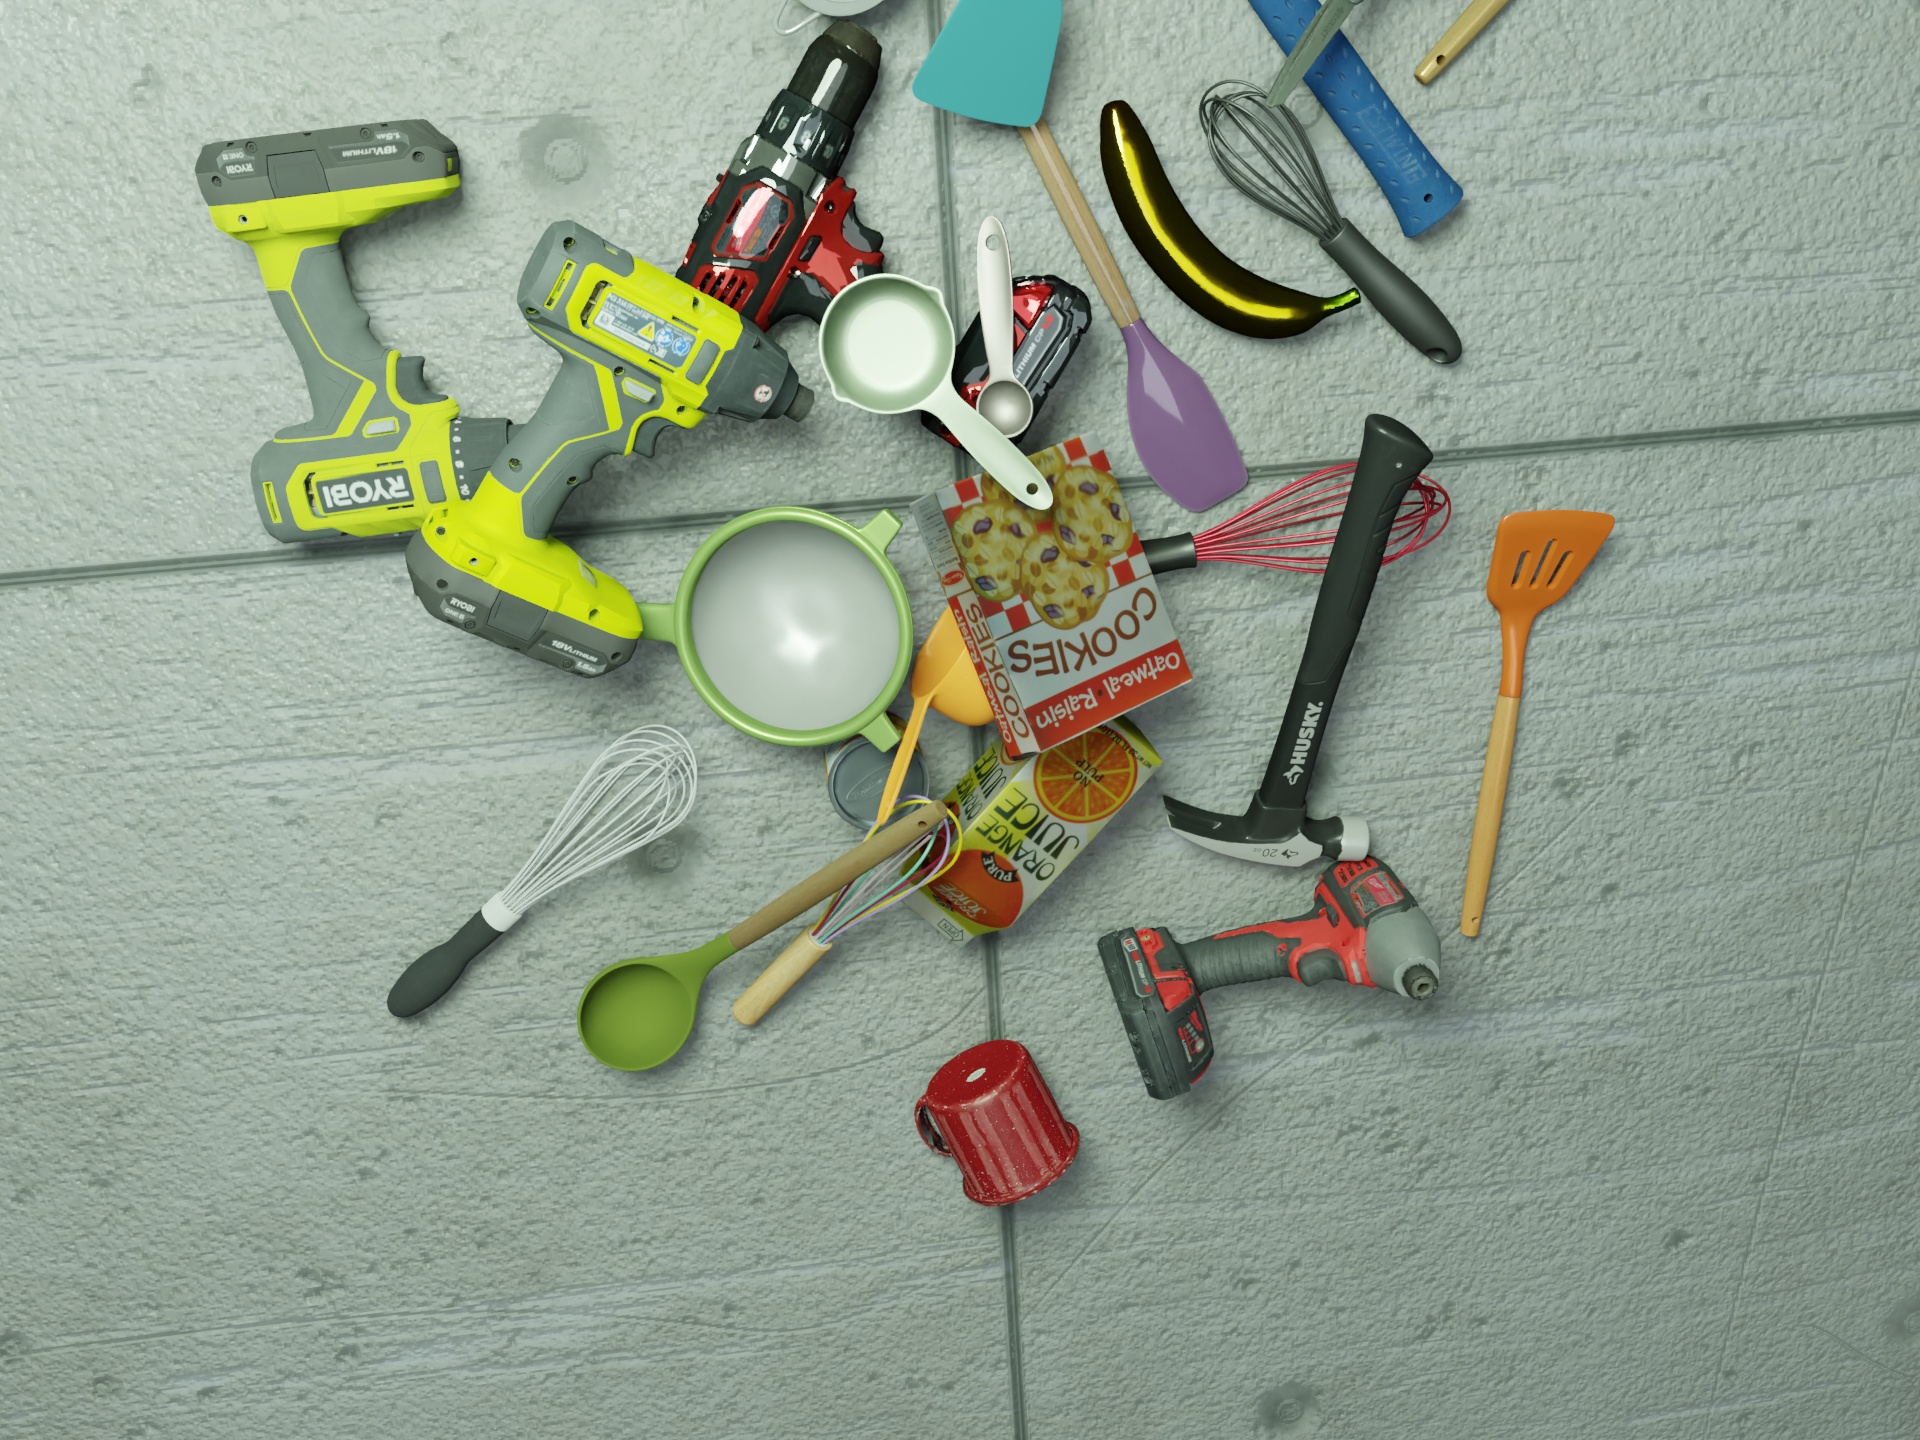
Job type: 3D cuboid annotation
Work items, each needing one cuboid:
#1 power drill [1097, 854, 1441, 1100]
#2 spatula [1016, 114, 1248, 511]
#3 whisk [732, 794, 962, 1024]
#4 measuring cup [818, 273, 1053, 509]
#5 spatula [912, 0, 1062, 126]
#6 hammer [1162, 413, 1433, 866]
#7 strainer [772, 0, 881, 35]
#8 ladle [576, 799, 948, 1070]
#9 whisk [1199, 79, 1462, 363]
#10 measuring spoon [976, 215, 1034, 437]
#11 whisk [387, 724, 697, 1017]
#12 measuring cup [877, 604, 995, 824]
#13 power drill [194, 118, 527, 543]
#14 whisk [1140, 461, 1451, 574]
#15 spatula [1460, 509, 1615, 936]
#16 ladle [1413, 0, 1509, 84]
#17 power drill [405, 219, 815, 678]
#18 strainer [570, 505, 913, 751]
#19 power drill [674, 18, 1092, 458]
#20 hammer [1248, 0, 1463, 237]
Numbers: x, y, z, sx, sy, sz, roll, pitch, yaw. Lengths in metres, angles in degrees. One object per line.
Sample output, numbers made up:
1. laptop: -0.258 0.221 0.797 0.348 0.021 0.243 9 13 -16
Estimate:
1. power drill: 0.215 0.172 1.087 0.219 0.143 0.078 -19 113 2
2. spatula: 0.092 -0.268 0.985 0.060 0.018 0.315 -28 111 5
3. whisk: -0.079 0.134 1.050 0.047 0.051 0.245 23 127 -30
4. measuring cup: -0.009 -0.183 0.907 0.167 0.038 0.083 43 101 -13
5. spatula: 0.040 -0.492 0.857 0.082 0.044 0.317 3 103 -27
6. hammer: 0.229 -0.041 1.022 0.146 0.035 0.334 3 126 -7
7. strainer: -0.024 -0.486 0.861 0.087 0.050 0.258 41 115 12
8. ladle: -0.129 0.137 1.018 0.320 0.062 0.078 -34 110 29
9. whisk: 0.233 -0.302 0.979 0.238 0.055 0.055 38 100 -22
10. measuring spoon: 0.024 -0.225 0.911 0.034 0.018 0.124 -1 100 21
11. whisk: -0.280 0.105 1.046 0.284 0.070 0.070 -41 109 12
12. measuring cup: -0.002 -0.003 1.000 0.052 0.095 0.174 28 68 -19
13. power drill: -0.324 -0.221 0.915 0.190 0.080 0.228 -9 112 -5
14. whisk: 0.169 -0.115 1.028 0.296 0.073 0.073 -11 110 2
15. spatula: 0.382 0.008 1.107 0.081 0.041 0.322 0 110 -8
16. ladle: 0.384 -0.505 0.941 0.069 0.031 0.315 39 101 -18
17. power drill: -0.199 -0.144 0.901 0.171 0.080 0.223 24 108 -30
18. strainer: -0.150 -0.067 1.006 0.256 0.069 0.151 4 107 10
19. power drill: -0.035 -0.276 0.937 0.226 0.080 0.188 28 102 -13
20. hammer: 0.166 -0.455 0.922 0.144 0.035 0.405 -42 109 7
